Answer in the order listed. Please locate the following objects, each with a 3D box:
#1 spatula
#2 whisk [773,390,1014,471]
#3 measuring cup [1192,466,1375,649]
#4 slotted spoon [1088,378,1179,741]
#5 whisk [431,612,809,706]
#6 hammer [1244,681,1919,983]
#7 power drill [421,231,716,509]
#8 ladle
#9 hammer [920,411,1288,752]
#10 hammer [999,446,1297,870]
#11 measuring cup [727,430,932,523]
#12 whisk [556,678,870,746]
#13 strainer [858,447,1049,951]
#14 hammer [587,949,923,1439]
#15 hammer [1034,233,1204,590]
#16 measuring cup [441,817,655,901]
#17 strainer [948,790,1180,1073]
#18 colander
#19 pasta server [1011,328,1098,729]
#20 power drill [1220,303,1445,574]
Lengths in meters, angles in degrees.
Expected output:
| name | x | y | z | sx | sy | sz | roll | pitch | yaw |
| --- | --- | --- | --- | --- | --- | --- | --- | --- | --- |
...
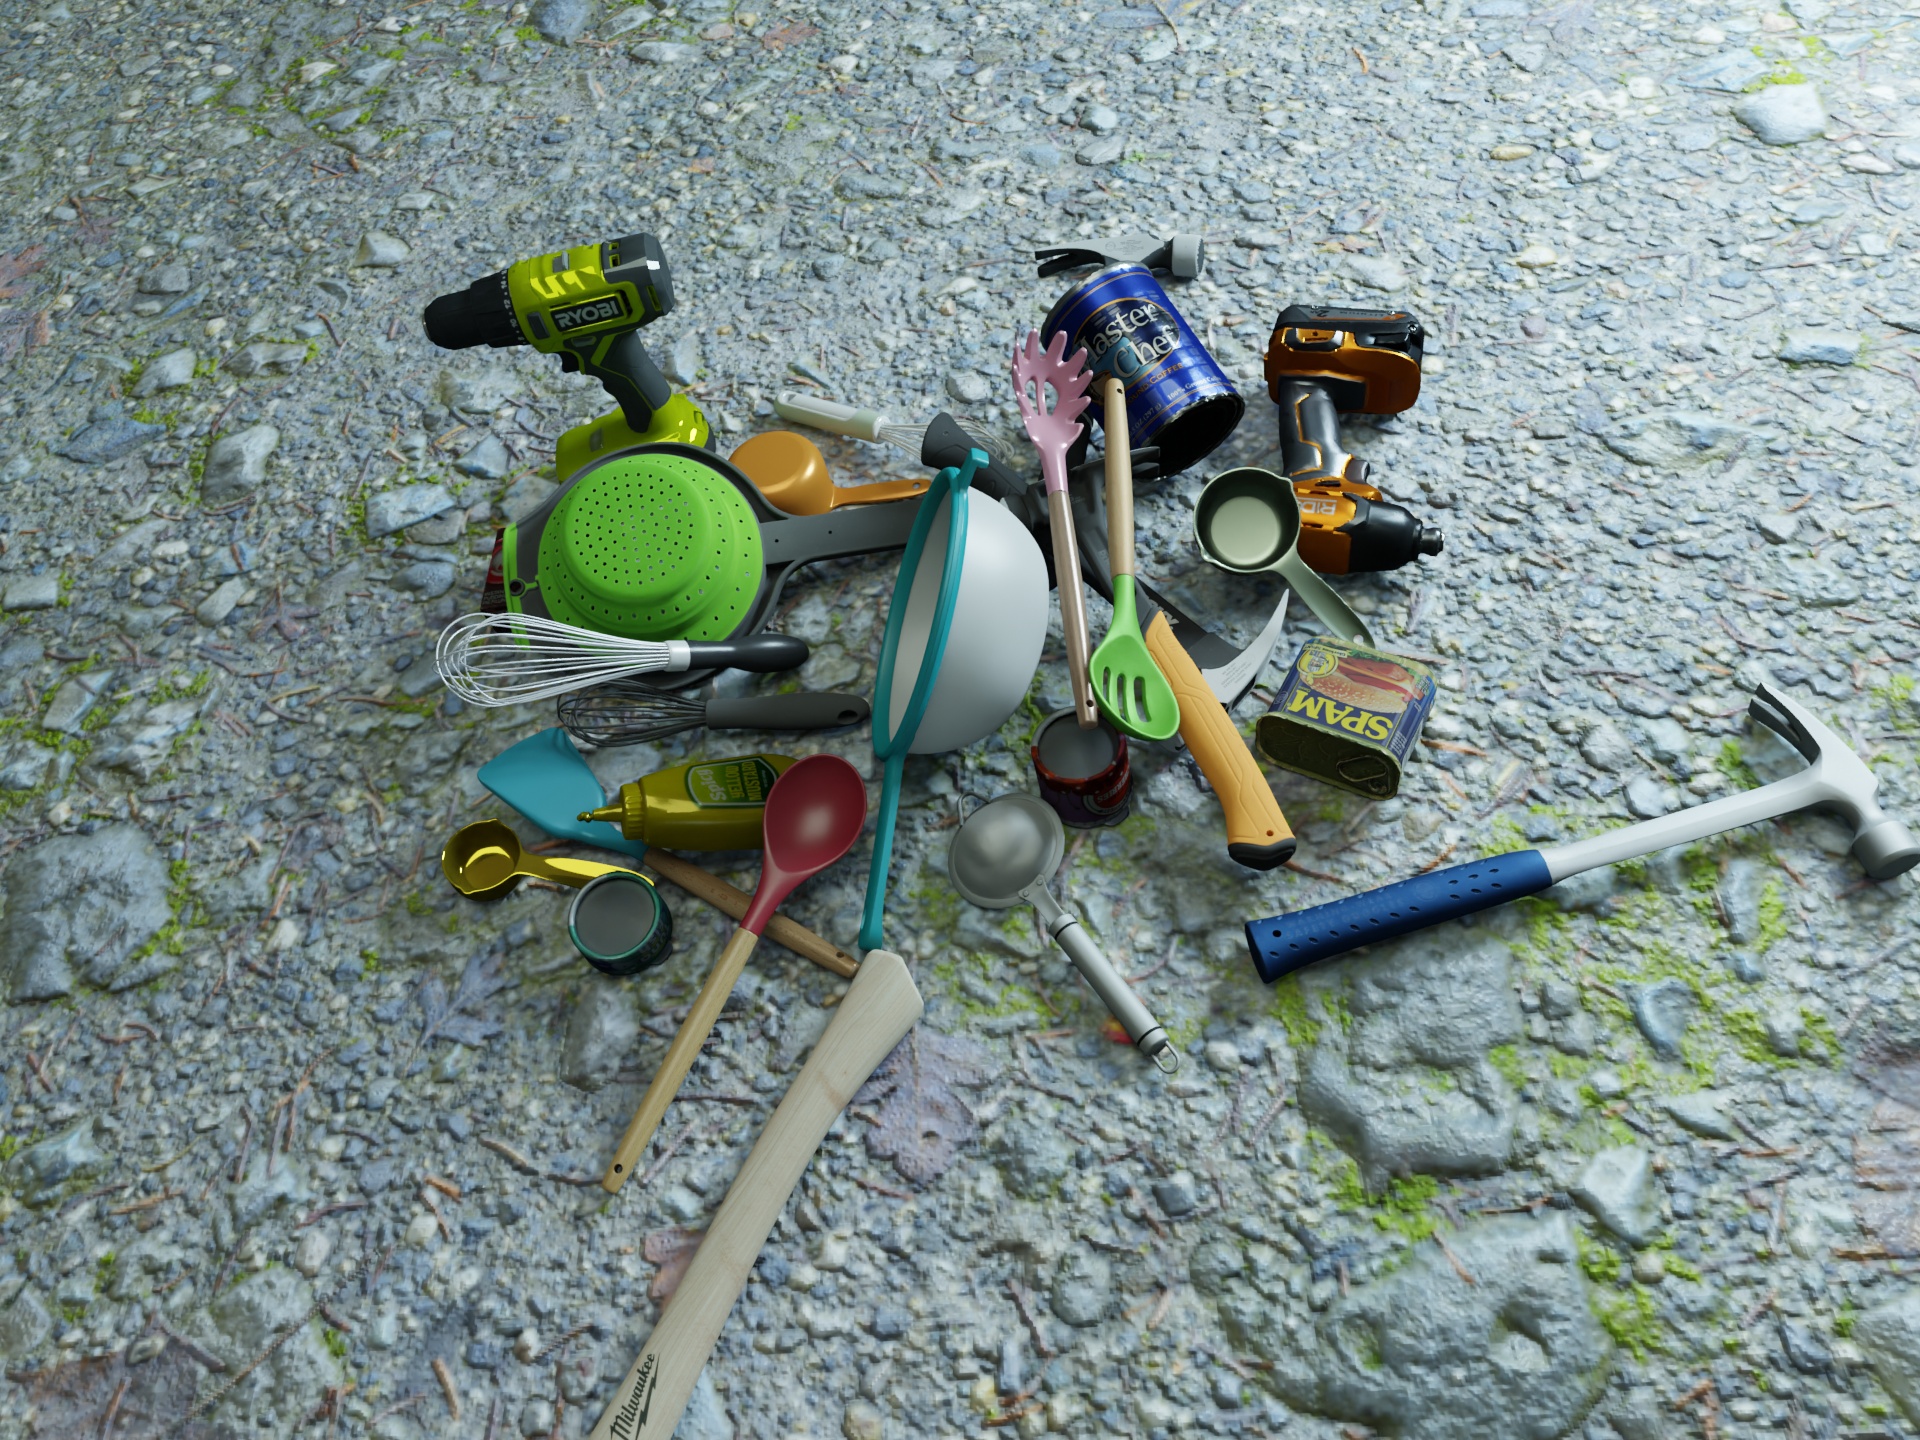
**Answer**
| name | x | y | z | sx | sy | sz | roll | pitch | yaw |
| --- | --- | --- | --- | --- | --- | --- | --- | --- | --- |
| spatula | -0.199 | 0.098 | 1.115 | 0.318 | 0.044 | 0.082 | 25 | 38 | 24 |
| whisk | -0.060 | -0.242 | 1.332 | 0.246 | 0.059 | 0.058 | 20 | 54 | 29 |
| measuring cup | 0.235 | -0.108 | 1.139 | 0.083 | 0.038 | 0.167 | -42 | 85 | 3 |
| slotted spoon | 0.114 | -0.118 | 1.111 | 0.070 | 0.031 | 0.314 | 17 | 55 | -25 |
| whisk | -0.237 | -0.046 | 1.151 | 0.284 | 0.070 | 0.070 | -4 | 46 | -32 |
| hammer | 0.379 | 0.086 | 1.014 | 0.405 | 0.035 | 0.144 | -16 | 53 | 0 |
| power drill | -0.307 | -0.279 | 1.293 | 0.190 | 0.228 | 0.080 | -13 | 53 | 2 |
| ladle | -0.151 | 0.163 | 1.045 | 0.069 | 0.031 | 0.315 | 24 | 72 | 10 |
| hammer | 0.094 | -0.128 | 1.193 | 0.146 | 0.035 | 0.335 | -39 | 67 | -18 |
| hammer | 0.149 | -0.047 | 1.108 | 0.127 | 0.034 | 0.337 | -21 | 63 | -8 |
| measuring cup | -0.111 | -0.200 | 1.307 | 0.173 | 0.052 | 0.095 | -4 | 54 | 11 |
| whisk | -0.186 | -0.008 | 1.188 | 0.239 | 0.055 | 0.055 | -1 | 54 | 5 |
| strainer | -0.002 | -0.004 | 1.105 | 0.095 | 0.211 | 0.340 | 11 | 77 | -12 |
| hammer | -0.145 | 0.313 | 0.955 | 0.146 | 0.038 | 0.411 | 17 | 59 | 23 |
| hammer | 0.097 | -0.267 | 1.326 | 0.149 | 0.036 | 0.409 | 6 | 56 | 17 |
| measuring cup | -0.294 | 0.112 | 1.142 | 0.156 | 0.029 | 0.062 | 10 | 58 | 4 |
| strainer | 0.064 | 0.129 | 1.045 | 0.087 | 0.050 | 0.259 | -40 | 59 | 1 |
| colander | -0.160 | -0.144 | 1.216 | 0.397 | 0.094 | 0.205 | -9 | 77 | -3 |
| pasta server | 0.074 | -0.140 | 1.122 | 0.060 | 0.040 | 0.316 | 2 | 62 | -13 |
| power drill | 0.296 | -0.209 | 1.219 | 0.164 | 0.084 | 0.227 | 9 | 61 | 17 |
